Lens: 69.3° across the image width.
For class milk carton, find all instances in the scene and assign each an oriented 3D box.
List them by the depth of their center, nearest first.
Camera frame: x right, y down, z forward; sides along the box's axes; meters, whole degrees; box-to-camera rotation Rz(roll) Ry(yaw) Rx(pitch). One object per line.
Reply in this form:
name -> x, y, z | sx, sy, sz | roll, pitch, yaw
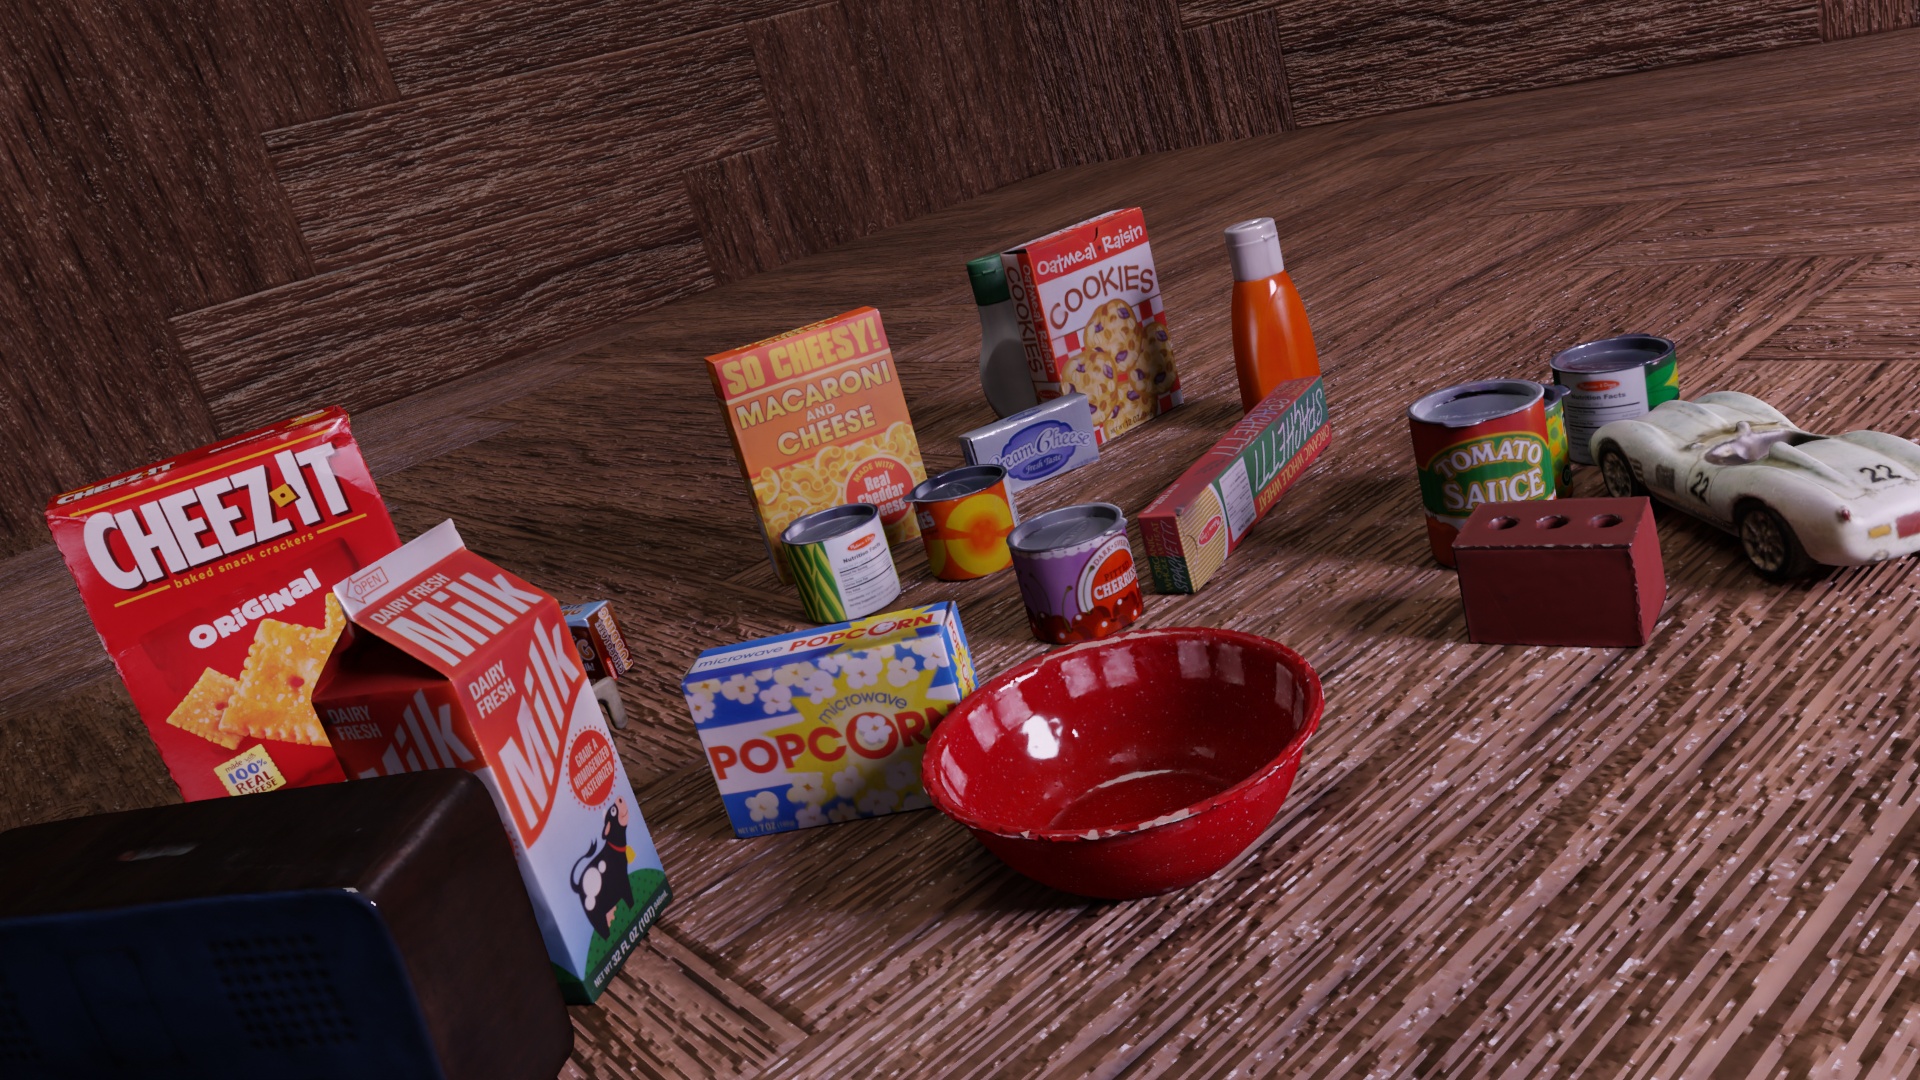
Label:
milk carton -> -0.193, 0.090, 0.565 | 0.073, 0.190, 0.073 | -8, 19, 21

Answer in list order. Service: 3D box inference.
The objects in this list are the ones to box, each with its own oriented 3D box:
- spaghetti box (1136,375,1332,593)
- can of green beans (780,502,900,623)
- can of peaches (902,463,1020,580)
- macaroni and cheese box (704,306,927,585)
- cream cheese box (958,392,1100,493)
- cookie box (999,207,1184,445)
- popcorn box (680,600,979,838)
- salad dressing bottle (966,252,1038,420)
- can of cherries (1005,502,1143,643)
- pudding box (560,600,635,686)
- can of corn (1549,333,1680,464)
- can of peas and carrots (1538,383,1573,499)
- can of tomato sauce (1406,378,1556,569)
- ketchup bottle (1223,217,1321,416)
spaghetti box -> 0.179, -0.042, 0.870 | 0.028, 0.050, 0.251 | -3, 22, 35
can of green beans -> -0.077, 0.014, 0.902 | 0.071, 0.057, 0.071 | -14, 18, 5
can of peaches -> 0.003, -0.011, 0.911 | 0.071, 0.058, 0.071 | -14, 18, 5
macaroni and cheese box -> -0.096, -0.068, 0.984 | 0.124, 0.166, 0.040 | -21, 19, -15
cream cheese box -> 0.053, -0.070, 1.049 | 0.104, 0.053, 0.024 | -22, 19, -19
cookie box -> 0.108, -0.168, 1.108 | 0.123, 0.167, 0.040 | -27, 21, -31
popcorn box -> -0.055, 0.083, 0.639 | 0.126, 0.085, 0.038 | -12, 18, 11
salad dressing bottle -> 0.041, -0.176, 1.218 | 0.064, 0.147, 0.044 | -14, 18, 6
can of cherries -> 0.066, 0.018, 0.774 | 0.071, 0.058, 0.072 | -14, 18, 5
pudding box -> -0.259, 0.069, 0.903 | 0.083, 0.049, 0.030 | -7, 20, 25
can of corn -> 0.385, -0.083, 0.812 | 0.071, 0.058, 0.071 | -14, 18, 5
can of peas and carrots -> 0.308, -0.051, 0.780 | 0.071, 0.058, 0.071 | -14, 18, 5
can of tomato sauce -> 0.272, -0.033, 0.719 | 0.071, 0.082, 0.071 | -14, 18, 5
ketchup bottle -> 0.226, -0.159, 1.017 | 0.065, 0.148, 0.043 | -25, 20, -27
